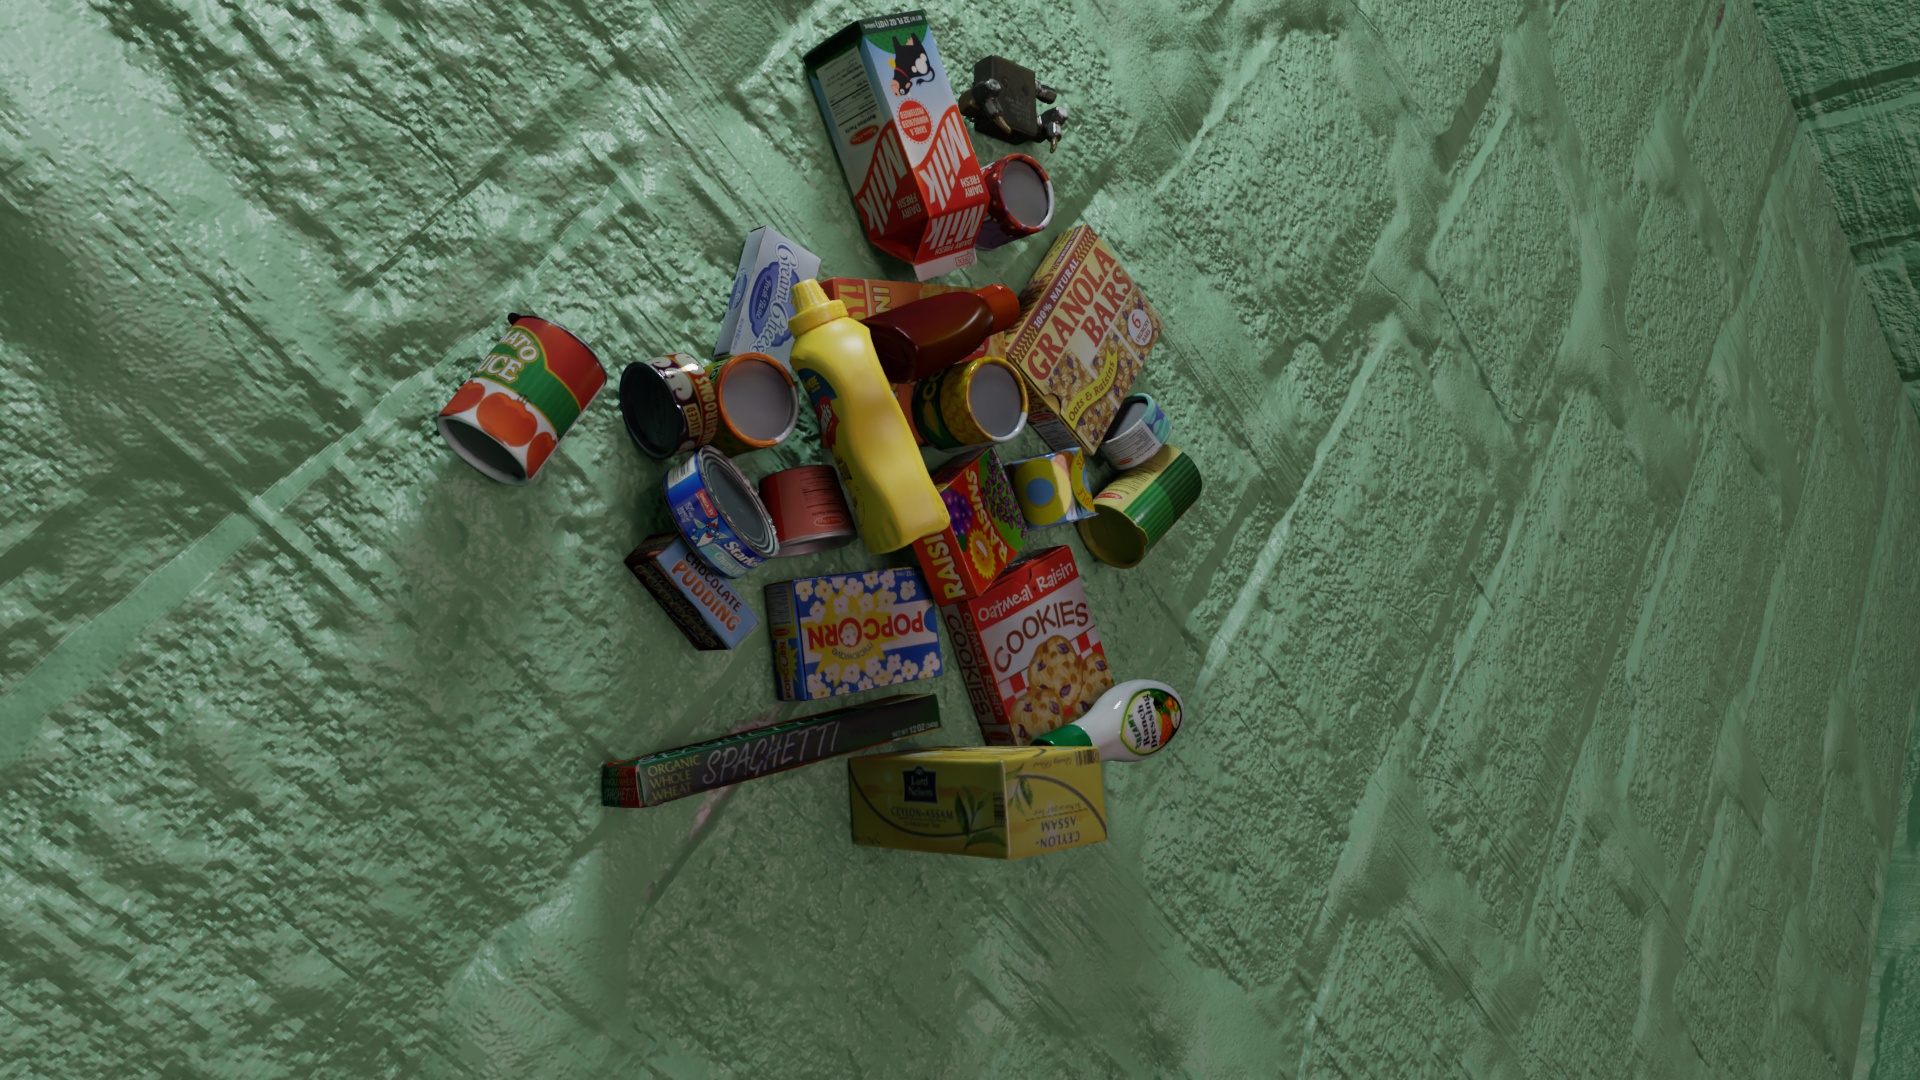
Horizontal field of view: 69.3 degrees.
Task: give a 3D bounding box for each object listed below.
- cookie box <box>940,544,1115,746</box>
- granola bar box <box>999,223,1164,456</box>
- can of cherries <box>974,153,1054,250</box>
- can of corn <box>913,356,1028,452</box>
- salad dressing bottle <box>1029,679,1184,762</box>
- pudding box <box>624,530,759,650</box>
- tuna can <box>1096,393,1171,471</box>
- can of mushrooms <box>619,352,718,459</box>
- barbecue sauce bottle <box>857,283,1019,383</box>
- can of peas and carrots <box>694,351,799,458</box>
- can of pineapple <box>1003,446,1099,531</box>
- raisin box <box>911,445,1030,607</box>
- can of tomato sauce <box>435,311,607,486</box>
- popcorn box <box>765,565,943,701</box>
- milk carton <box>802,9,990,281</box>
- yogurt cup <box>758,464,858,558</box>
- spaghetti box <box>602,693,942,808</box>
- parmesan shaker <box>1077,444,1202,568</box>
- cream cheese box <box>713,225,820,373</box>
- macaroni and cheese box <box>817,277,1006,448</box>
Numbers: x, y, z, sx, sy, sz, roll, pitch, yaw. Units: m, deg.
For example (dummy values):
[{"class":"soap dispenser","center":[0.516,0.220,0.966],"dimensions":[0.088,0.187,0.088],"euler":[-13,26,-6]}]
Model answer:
[{"class":"cookie box","center":[0.062,0.102,1.122],"dimensions":[0.123,0.040,0.167],"euler":[-26,101,-40]},{"class":"granola bar box","center":[0.099,-0.170,1.192],"dimensions":[0.124,0.039,0.166],"euler":[47,57,-26]},{"class":"can of cherries","center":[0.033,-0.277,1.135],"dimensions":[0.071,0.058,0.071],"euler":[6,80,-41]},{"class":"can of corn","center":[0.007,-0.103,1.036],"dimensions":[0.071,0.058,0.071],"euler":[5,83,-42]},{"class":"salad dressing bottle","center":[0.117,0.154,1.108],"dimensions":[0.148,0.044,0.064],"euler":[-15,97,-41]},{"class":"pudding box","center":[-0.177,0.034,0.916],"dimensions":[0.030,0.049,0.083],"euler":[-50,116,-32]},{"class":"tuna can","center":[0.147,-0.096,1.208],"dimensions":[0.032,0.071,0.071],"euler":[49,56,-24]},{"class":"can of mushrooms","center":[-0.189,-0.088,0.908],"dimensions":[0.033,0.071,0.071],"euler":[-23,100,-42]},{"class":"barbecue sauce bottle","center":[-0.012,-0.157,1.026],"dimensions":[0.149,0.065,0.043],"euler":[-30,137,-47]},{"class":"can of peas and carrots","center":[-0.154,-0.092,0.947],"dimensions":[0.071,0.058,0.071],"euler":[7,79,-41]},{"class":"can of pineapple","center":[0.074,-0.042,1.133],"dimensions":[0.071,0.071,0.058],"euler":[-17,95,-41]},{"class":"raisin box","center":[0.004,-0.013,1.060],"dimensions":[0.086,0.040,0.124],"euler":[68,26,-13]},{"class":"can of tomato sauce","center":[-0.267,-0.086,0.842],"dimensions":[0.071,0.071,0.083],"euler":[45,59,-28]},{"class":"popcorn box","center":[-0.076,0.066,1.008],"dimensions":[0.127,0.038,0.085],"euler":[-6,87,-41]},{"class":"milk carton","center":[-0.041,-0.295,1.060],"dimensions":[0.073,0.073,0.190],"euler":[-27,101,-42]},{"class":"yogurt cup","center":[-0.110,-0.021,0.974],"dimensions":[0.072,0.072,0.054],"euler":[-6,81,-42]},{"class":"spaghetti box","center":[-0.122,0.141,0.950],"dimensions":[0.251,0.050,0.028],"euler":[-8,88,-41]},{"class":"parmesan shaker","center":[0.159,-0.031,1.204],"dimensions":[0.103,0.071,0.071],"euler":[-42,112,-36]},{"class":"cream cheese box","center":[-0.138,-0.167,0.994],"dimensions":[0.053,0.024,0.104],"euler":[26,68,-38]},{"class":"macaroni and cheese box","center":[-0.036,-0.134,1.068],"dimensions":[0.167,0.040,0.123],"euler":[-5,88,-42]}]
